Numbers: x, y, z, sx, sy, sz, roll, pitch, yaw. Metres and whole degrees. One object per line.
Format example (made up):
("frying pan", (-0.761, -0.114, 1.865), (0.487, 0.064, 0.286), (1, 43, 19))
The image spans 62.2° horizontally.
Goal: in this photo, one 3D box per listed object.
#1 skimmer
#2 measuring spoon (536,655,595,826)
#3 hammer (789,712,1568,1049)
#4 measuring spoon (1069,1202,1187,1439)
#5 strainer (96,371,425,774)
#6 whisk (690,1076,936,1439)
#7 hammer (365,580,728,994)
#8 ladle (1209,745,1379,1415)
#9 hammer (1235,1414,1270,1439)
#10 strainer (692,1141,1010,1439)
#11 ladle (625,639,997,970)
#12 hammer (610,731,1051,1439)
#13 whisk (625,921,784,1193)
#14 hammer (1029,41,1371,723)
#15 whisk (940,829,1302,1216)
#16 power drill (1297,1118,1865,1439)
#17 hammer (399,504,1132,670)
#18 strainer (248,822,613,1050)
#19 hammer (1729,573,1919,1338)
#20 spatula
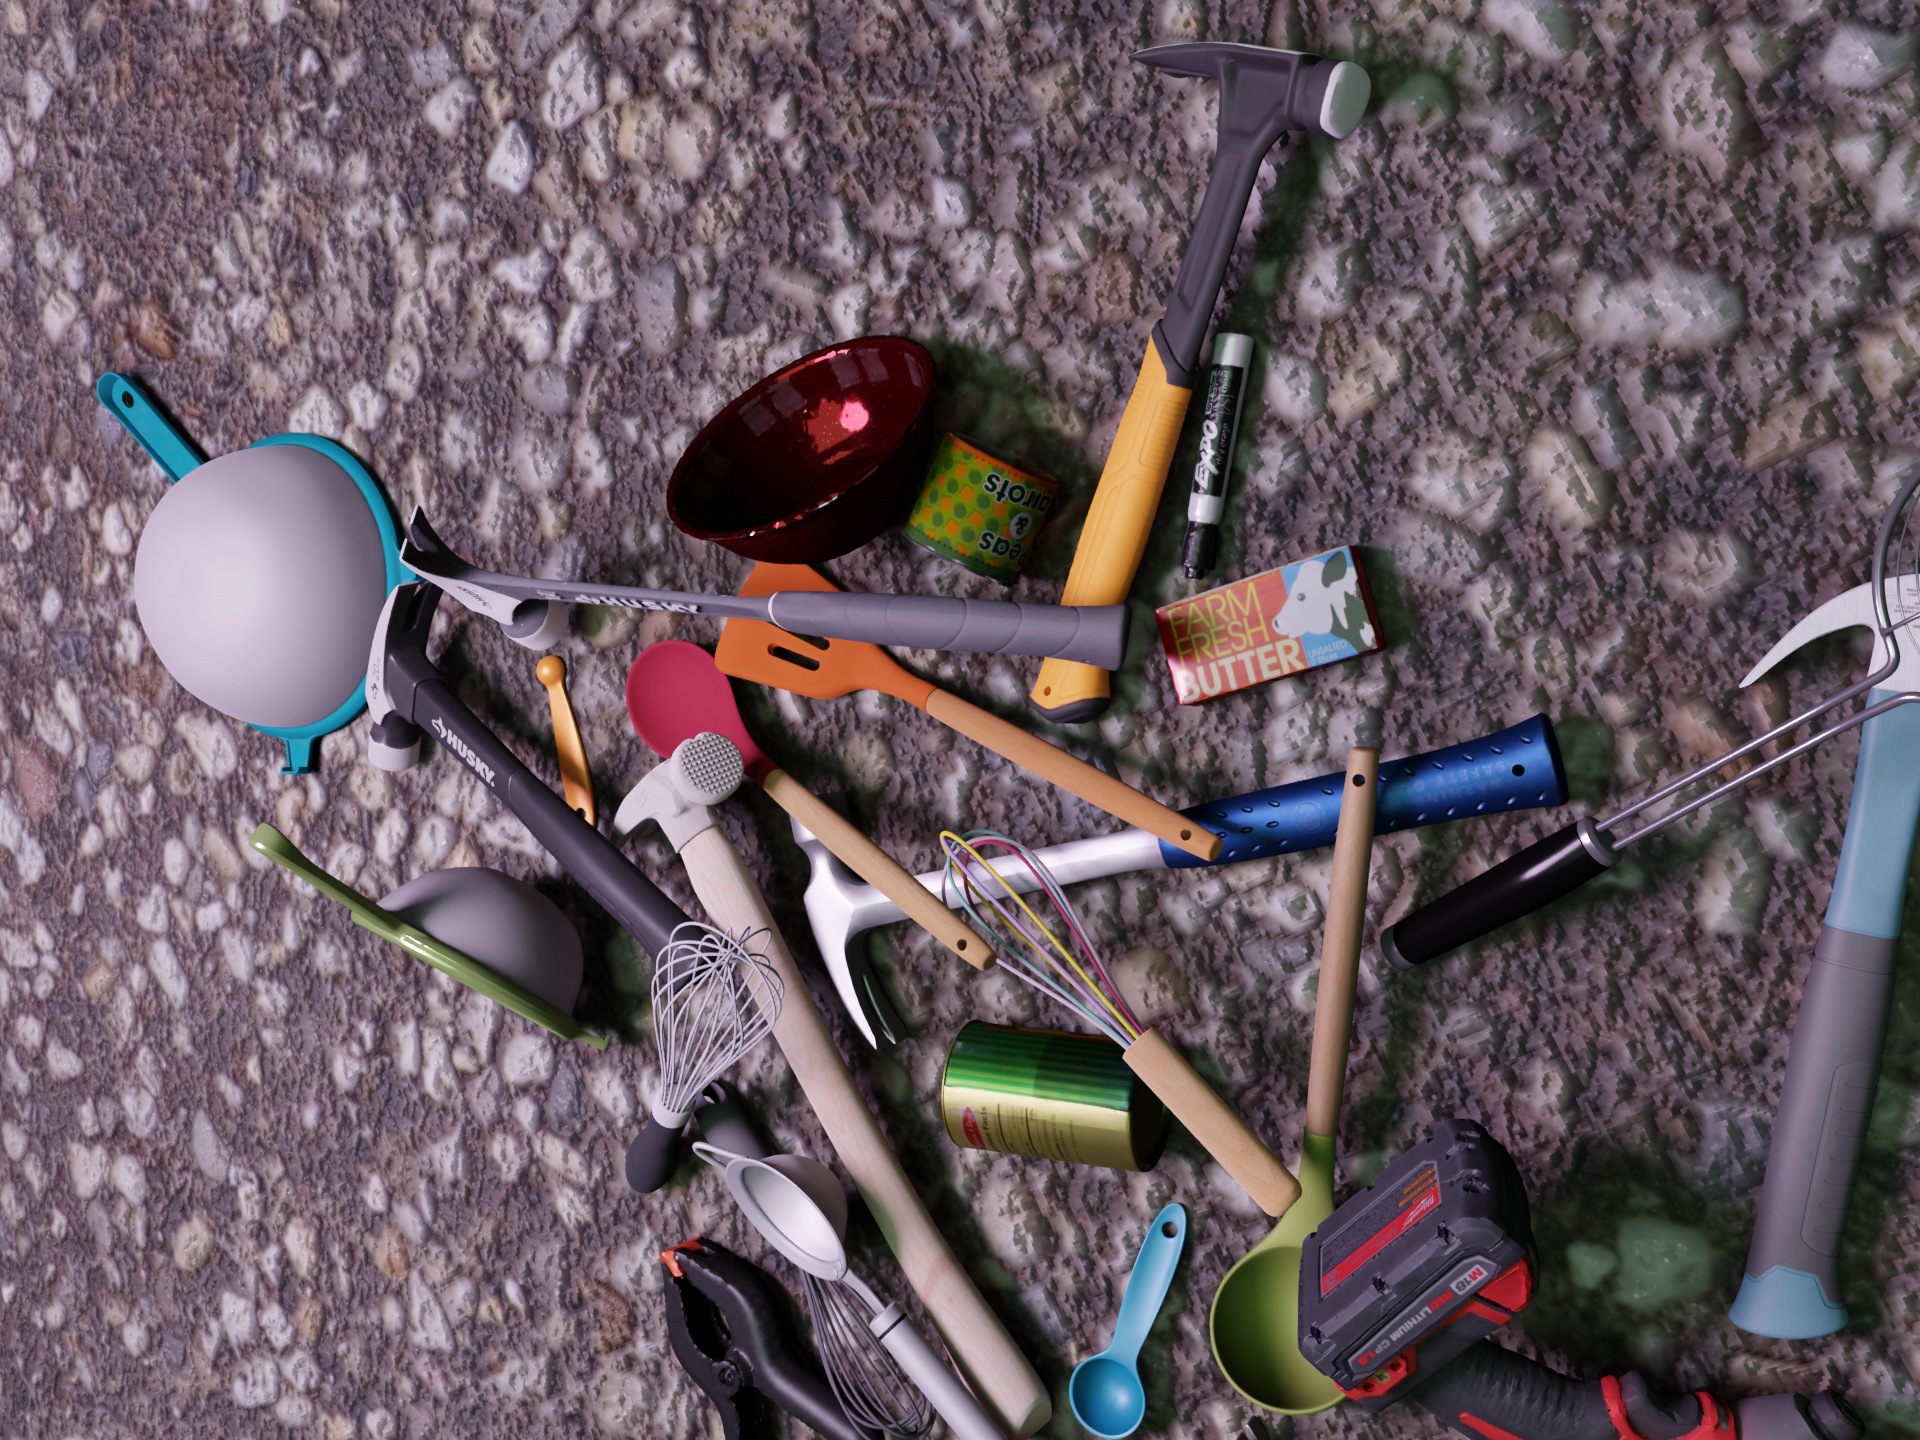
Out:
("skimmer", (0.322, 0.014, 0.651), (0.127, 0.090, 0.363), (57, 135, 10))
("measuring spoon", (-0.247, 0.016, 0.991), (0.021, 0.011, 0.117), (-16, 85, 27))
("hammer", (0.095, 0.070, 0.806), (0.405, 0.035, 0.144), (-15, 85, 27))
("measuring spoon", (0.095, 0.311, 0.830), (0.042, 0.021, 0.128), (21, 92, 26))
("strainer", (-0.522, -0.133, 1.079), (0.340, 0.095, 0.211), (44, 110, 17))
("whisk", (-0.090, 0.303, 0.904), (0.055, 0.055, 0.239), (-46, 68, 21))
("hammer", (-0.250, 0.045, 0.935), (0.335, 0.035, 0.146), (37, 126, 29))
("ladle", (0.168, 0.171, 0.741), (0.078, 0.062, 0.320), (9, 102, 23))
("hammer", (0.012, 0.461, 0.863), (0.359, 0.036, 0.149), (-14, 86, 26))
("strainer", (-0.043, 0.310, 0.841), (0.258, 0.050, 0.086), (47, 144, 14))
("ladle", (-0.086, 0.044, 0.861), (0.316, 0.031, 0.069), (36, 105, 38))
("hammer", (-0.072, 0.209, 0.881), (0.411, 0.038, 0.146), (60, 145, 6))
("whisk", (-0.150, 0.197, 0.872), (0.070, 0.070, 0.284), (46, 140, 18))
("hammer", (0.092, -0.159, 0.788), (0.127, 0.034, 0.336), (31, 111, 43))
("whisk", (0.072, 0.140, 0.771), (0.245, 0.051, 0.047), (46, 133, 21))
("power drill", (0.263, 0.282, 0.679), (0.219, 0.078, 0.143), (41, 112, -3))
("hammer", (-0.106, -0.061, 0.828), (0.409, 0.149, 0.036), (6, 76, 23))
("strainer", (-0.301, 0.102, 0.917), (0.152, 0.256, 0.069), (18, 68, 31))
("hammer", (0.376, 0.101, 0.665), (0.128, 0.033, 0.331), (11, 97, 25))
("spatula", (-0.001, -0.003, 0.829), (0.323, 0.041, 0.081), (28, 91, 36))
